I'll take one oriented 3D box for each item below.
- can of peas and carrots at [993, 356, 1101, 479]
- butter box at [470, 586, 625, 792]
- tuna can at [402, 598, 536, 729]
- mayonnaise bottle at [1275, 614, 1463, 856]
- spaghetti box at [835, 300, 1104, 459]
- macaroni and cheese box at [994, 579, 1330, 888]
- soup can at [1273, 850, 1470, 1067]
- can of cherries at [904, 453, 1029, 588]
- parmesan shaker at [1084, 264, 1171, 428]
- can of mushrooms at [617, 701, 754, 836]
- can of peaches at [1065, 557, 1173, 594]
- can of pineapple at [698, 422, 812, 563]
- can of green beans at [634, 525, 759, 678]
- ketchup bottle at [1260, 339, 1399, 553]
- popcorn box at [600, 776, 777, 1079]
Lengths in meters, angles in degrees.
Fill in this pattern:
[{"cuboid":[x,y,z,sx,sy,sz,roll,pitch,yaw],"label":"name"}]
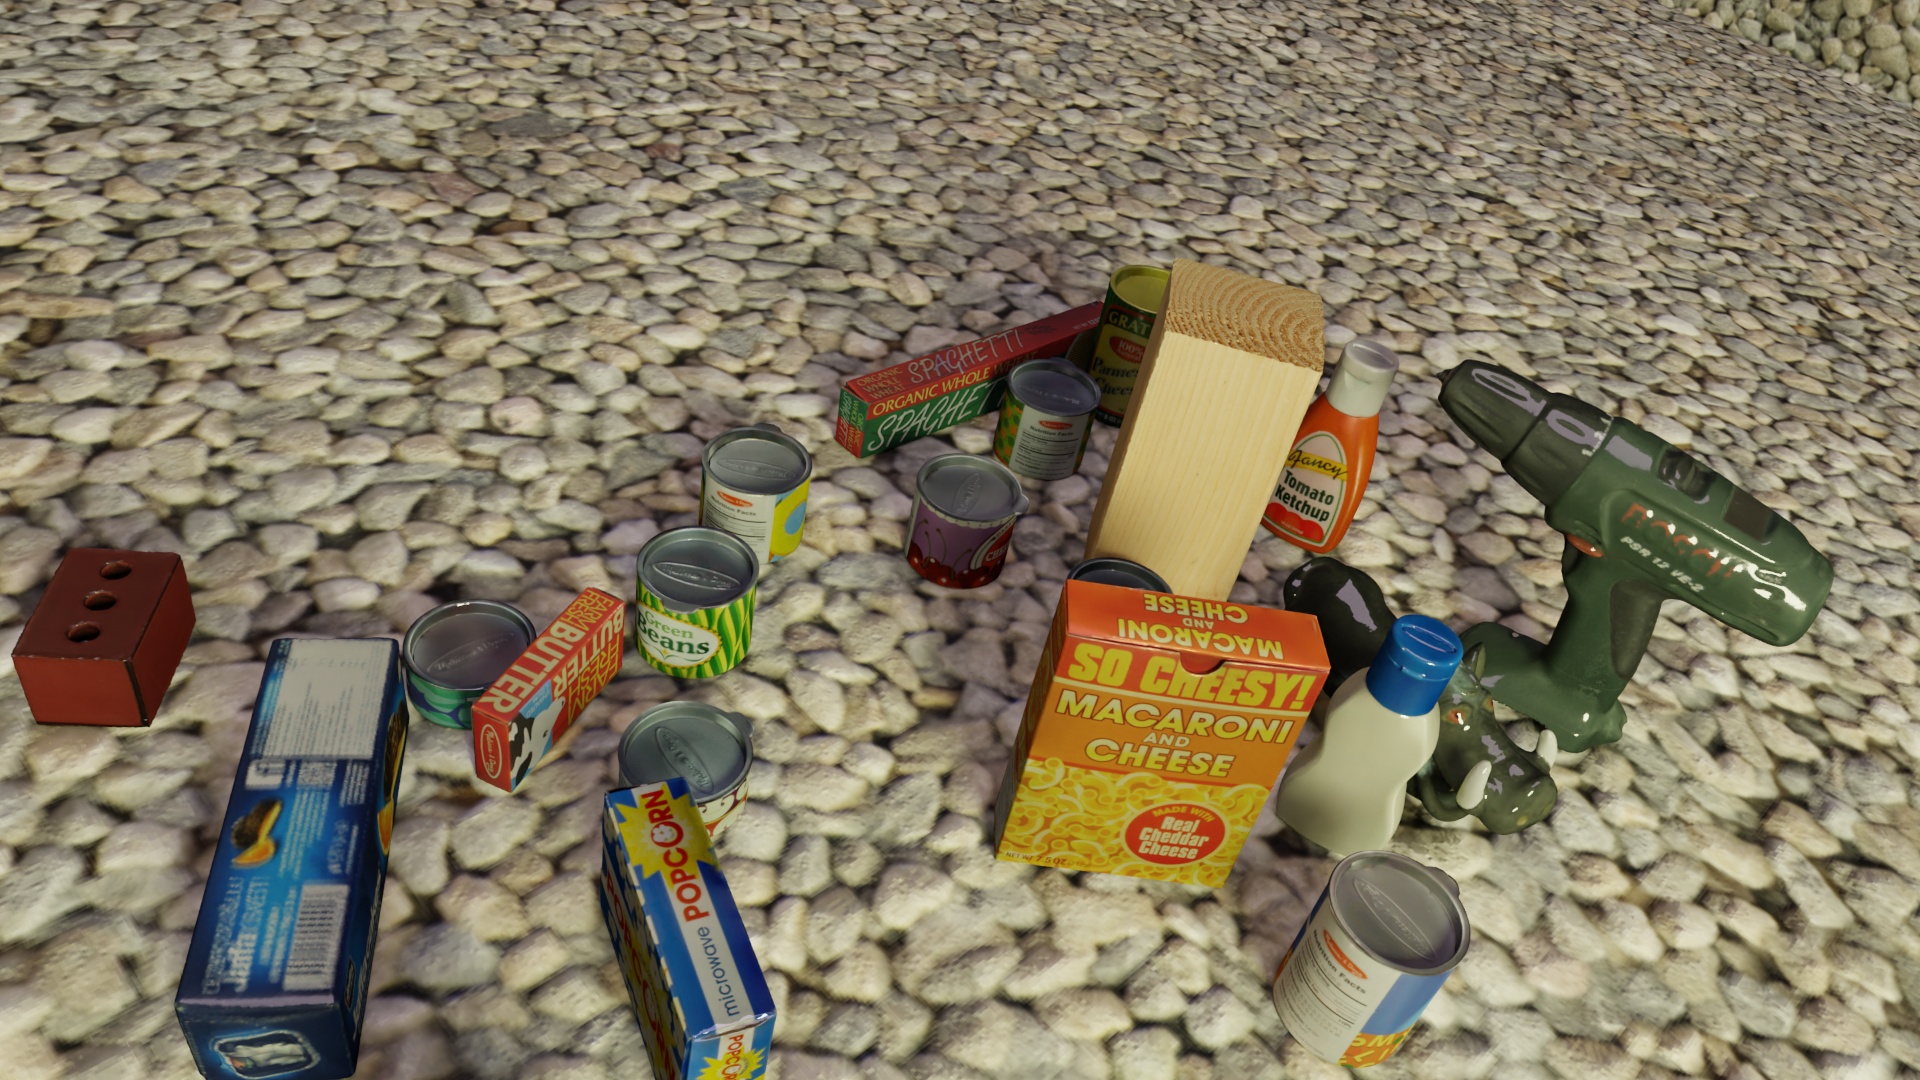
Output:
[{"cuboid":[0.060,-0.086,0.970,0.071,0.058,0.071,8,40,-6],"label":"can of peas and carrots"},{"cuboid":[-0.210,0.074,0.713,0.024,0.052,0.104,22,41,10],"label":"butter box"},{"cuboid":[-0.254,0.066,0.727,0.071,0.032,0.071,8,40,-6],"label":"tuna can"},{"cuboid":[0.216,0.103,0.723,0.065,0.147,0.041,27,42,16],"label":"mayonnaise bottle"},{"cuboid":[0.017,-0.119,1.004,0.251,0.049,0.029,-24,52,-36],"label":"spaghetti box"},{"cuboid":[0.093,0.100,0.679,0.124,0.165,0.040,8,40,-6],"label":"macaroni and cheese box"},{"cuboid":[0.194,0.197,0.657,0.071,0.083,0.072,8,40,-6],"label":"soup can"},{"cuboid":[0.003,-0.011,0.867,0.071,0.058,0.072,8,40,-6],"label":"can of cherries"},{"cuboid":[0.132,-0.140,1.018,0.071,0.102,0.072,8,40,-6],"label":"parmesan shaker"},{"cuboid":[-0.137,0.115,0.701,0.071,0.033,0.071,8,40,-6],"label":"can of mushrooms"},{"cuboid":[0.089,0.054,0.815,0.071,0.057,0.071,8,40,-6],"label":"can of peaches"},{"cuboid":[-0.126,-0.029,0.853,0.071,0.057,0.071,8,40,-6],"label":"can of pineapple"},{"cuboid":[-0.148,0.035,0.773,0.071,0.057,0.071,8,40,-6],"label":"can of green beans"},{"cuboid":[0.248,-0.063,0.925,0.065,0.148,0.044,31,43,20],"label":"ketchup bottle"},{"cuboid":[-0.120,0.177,0.594,0.038,0.084,0.127,-10,45,-25],"label":"popcorn box"}]
